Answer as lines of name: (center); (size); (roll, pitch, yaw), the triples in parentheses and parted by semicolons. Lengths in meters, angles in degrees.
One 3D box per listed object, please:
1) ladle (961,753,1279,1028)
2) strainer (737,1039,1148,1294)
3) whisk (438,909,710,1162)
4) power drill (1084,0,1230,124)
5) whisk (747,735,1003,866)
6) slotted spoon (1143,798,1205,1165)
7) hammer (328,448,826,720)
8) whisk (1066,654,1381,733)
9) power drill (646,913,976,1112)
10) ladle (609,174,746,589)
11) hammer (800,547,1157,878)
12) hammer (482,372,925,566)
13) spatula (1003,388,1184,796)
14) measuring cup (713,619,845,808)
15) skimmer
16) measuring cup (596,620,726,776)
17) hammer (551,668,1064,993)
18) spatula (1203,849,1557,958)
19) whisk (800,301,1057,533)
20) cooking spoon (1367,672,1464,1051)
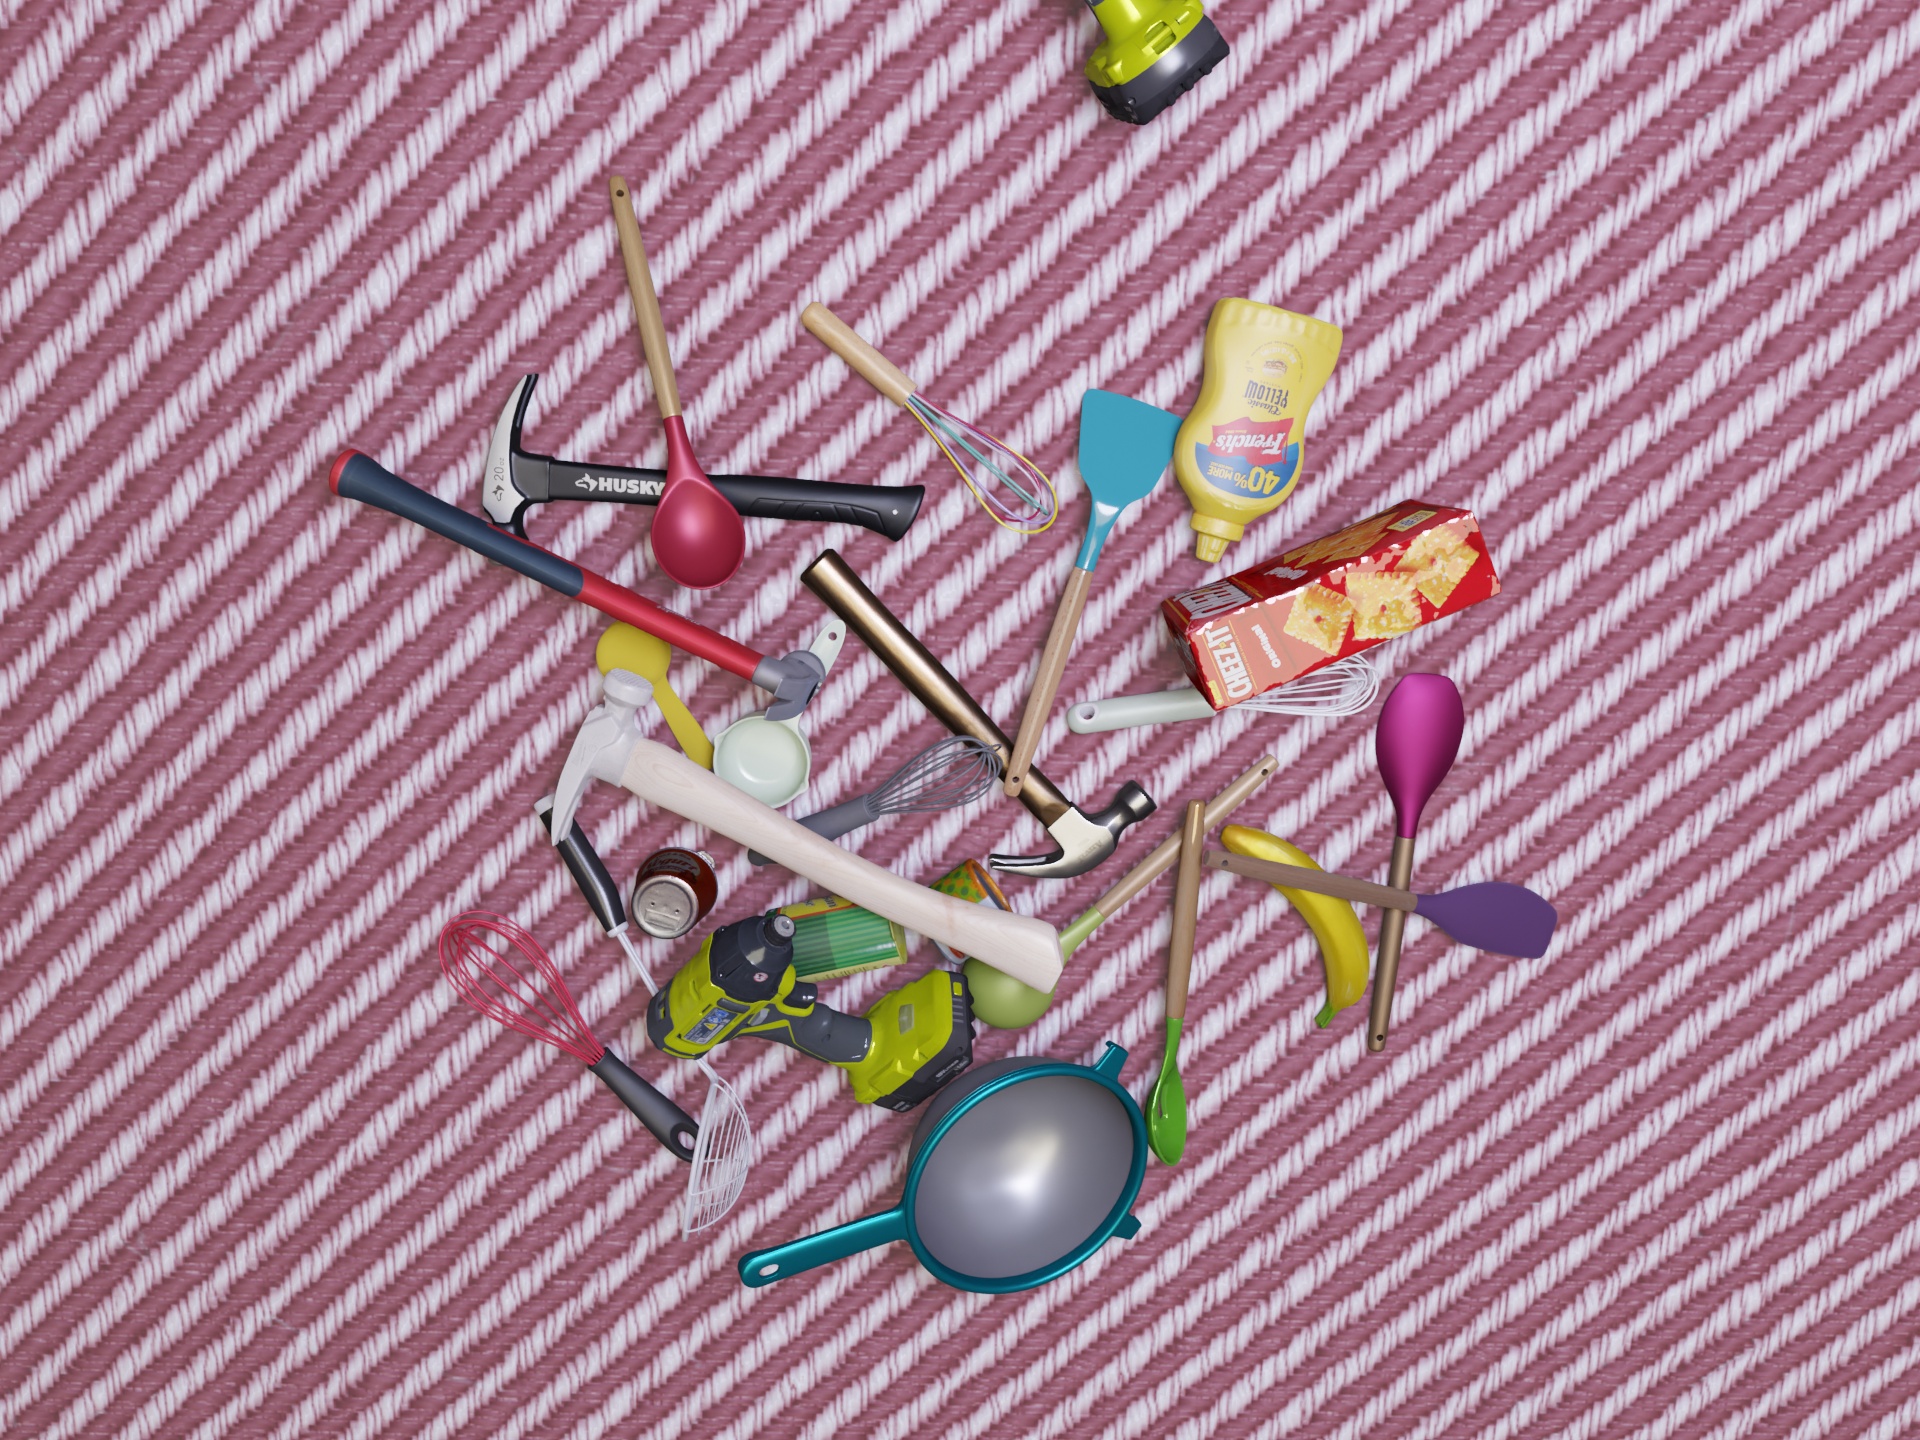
ladle: (0.130, 0.134, 1.287); (0.320, 0.062, 0.078); (-41, 102, 2)
strainer: (-0.020, 0.366, 1.275); (0.340, 0.095, 0.210); (-14, 115, -16)
whisk: (-0.313, 0.265, 1.308); (0.073, 0.073, 0.295); (-40, 105, 9)
power drill: (0.073, -0.525, 1.075); (0.080, 0.191, 0.228); (-39, 114, 8)
whisk: (-0.070, 0.067, 1.247); (0.239, 0.055, 0.055); (-24, 102, 23)
slotted spoon: (0.176, 0.213, 1.284); (0.031, 0.070, 0.313); (11, 107, 27)
hammer: (-0.284, -0.100, 1.155); (0.386, 0.143, 0.038); (25, 99, 0)
whisk: (0.206, -0.017, 1.247); (0.246, 0.059, 0.058); (-8, 66, 6)
power drill: (-0.105, 0.222, 1.223); (0.223, 0.080, 0.171); (22, 133, -28)
ladle: (-0.220, -0.249, 1.175); (0.069, 0.031, 0.315); (-13, 89, -12)
hammer: (-0.002, -0.004, 1.256); (0.130, 0.031, 0.331); (-43, 99, 9)
hammer: (-0.194, -0.180, 1.215); (0.334, 0.035, 0.146); (4, 103, -1)
spatula: (0.087, -0.092, 1.221); (0.082, 0.044, 0.317); (17, 100, -5)
measuring cup: (-0.133, -0.009, 1.252); (0.083, 0.038, 0.167); (29, 100, -6)
skimmer: (-0.270, 0.235, 1.271); (0.090, 0.127, 0.363); (-30, 89, -6)
measuring cup: (-0.232, -0.010, 1.256); (0.062, 0.029, 0.156); (-31, 99, 7)
hammer: (-0.115, 0.113, 1.220); (0.410, 0.038, 0.146); (26, 101, 3)
spatula: (0.339, 0.138, 1.267); (0.315, 0.018, 0.060); (13, 99, -14)
whisk: (-0.024, -0.228, 1.200); (0.245, 0.051, 0.047); (40, 106, -5)
cooking spoon: (0.358, 0.118, 1.287); (0.069, 0.017, 0.319); (5, 102, 0)
